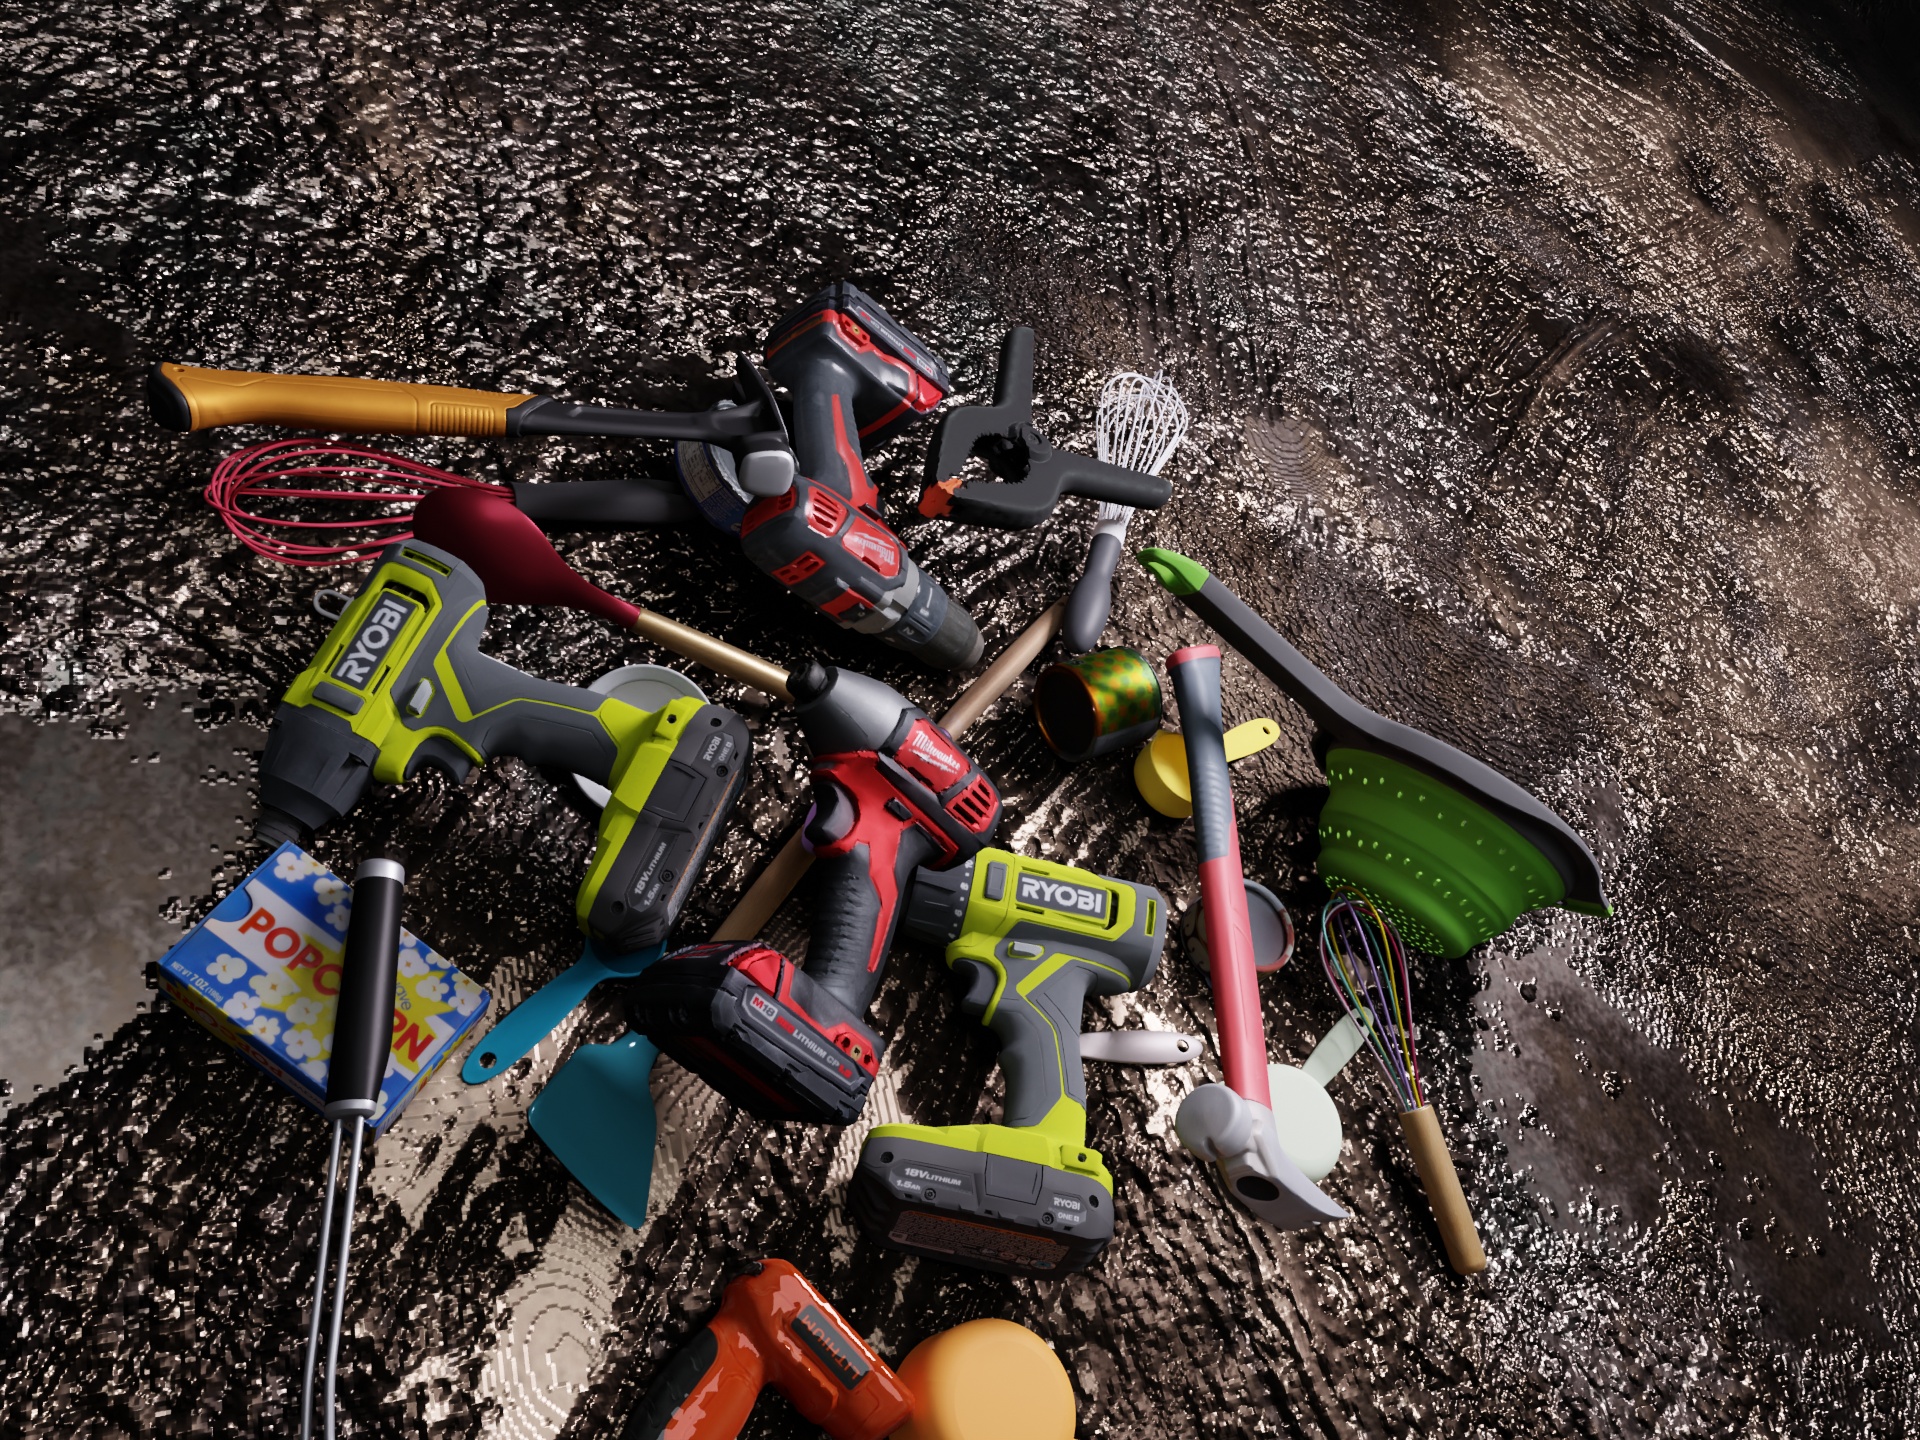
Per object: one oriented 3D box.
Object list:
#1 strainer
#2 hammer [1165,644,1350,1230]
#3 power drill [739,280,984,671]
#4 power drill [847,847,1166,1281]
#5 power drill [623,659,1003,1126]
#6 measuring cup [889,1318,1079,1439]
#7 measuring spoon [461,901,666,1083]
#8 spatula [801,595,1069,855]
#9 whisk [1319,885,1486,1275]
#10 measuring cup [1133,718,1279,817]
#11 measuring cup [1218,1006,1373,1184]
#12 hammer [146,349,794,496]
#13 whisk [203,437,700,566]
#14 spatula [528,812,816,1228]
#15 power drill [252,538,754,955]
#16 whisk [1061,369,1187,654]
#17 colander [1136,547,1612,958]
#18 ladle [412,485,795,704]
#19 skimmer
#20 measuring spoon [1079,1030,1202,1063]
[{"bbox_3d":[-0.239,-0.016,0.889,0.258,0.050,0.087,25,87,-5],"label":"strainer"},{"bbox_3d":[0.166,0.109,0.964,0.143,0.038,0.387,44,33,-37],"label":"hammer"},{"bbox_3d":[-0.055,-0.150,1.032,0.187,0.080,0.227,33,44,-39],"label":"power drill"},{"bbox_3d":[0.010,0.171,0.872,0.190,0.080,0.229,13,52,-4],"label":"power drill"},{"bbox_3d":[-0.069,0.081,0.808,0.143,0.078,0.220,45,54,-29],"label":"power drill"},{"bbox_3d":[0.051,0.359,0.793,0.173,0.052,0.095,24,52,-10],"label":"measuring cup"},{"bbox_3d":[-0.206,0.144,0.823,0.042,0.021,0.128,45,60,5],"label":"measuring spoon"},{"bbox_3d":[-0.002,-0.003,1.002,0.060,0.018,0.316,21,40,21],"label":"spatula"},{"bbox_3d":[0.277,0.221,0.991,0.051,0.047,0.245,0,69,-53],"label":"whisk"},{"bbox_3d":[0.173,0.027,1.096,0.156,0.029,0.062,-19,71,-48],"label":"measuring cup"},{"bbox_3d":[0.221,0.222,0.980,0.083,0.038,0.167,48,52,7],"label":"measuring cup"},{"bbox_3d":[-0.268,-0.177,0.893,0.336,0.034,0.127,0,38,-20],"label":"hammer"},{"bbox_3d":[-0.282,-0.127,0.929,0.295,0.073,0.073,-6,63,-37],"label":"whisk"},{"bbox_3d":[-0.121,0.124,0.859,0.082,0.044,0.318,52,46,-17],"label":"spatula"},{"bbox_3d":[-0.235,0.024,0.820,0.223,0.080,0.171,24,69,2],"label":"power drill"},{"bbox_3d":[0.114,-0.155,1.147,0.070,0.070,0.285,26,53,-11],"label":"whisk"},{"bbox_3d":[0.242,0.042,1.021,0.396,0.204,0.094,38,81,-17],"label":"colander"},{"bbox_3d":[-0.167,-0.049,0.927,0.315,0.069,0.031,25,37,-26],"label":"ladle"},{"bbox_3d":[-0.268,0.210,0.648,0.127,0.090,0.364,-8,58,4],"label":"skimmer"},{"bbox_3d":[0.092,0.191,0.944,0.124,0.018,0.034,6,58,-22],"label":"measuring spoon"}]
